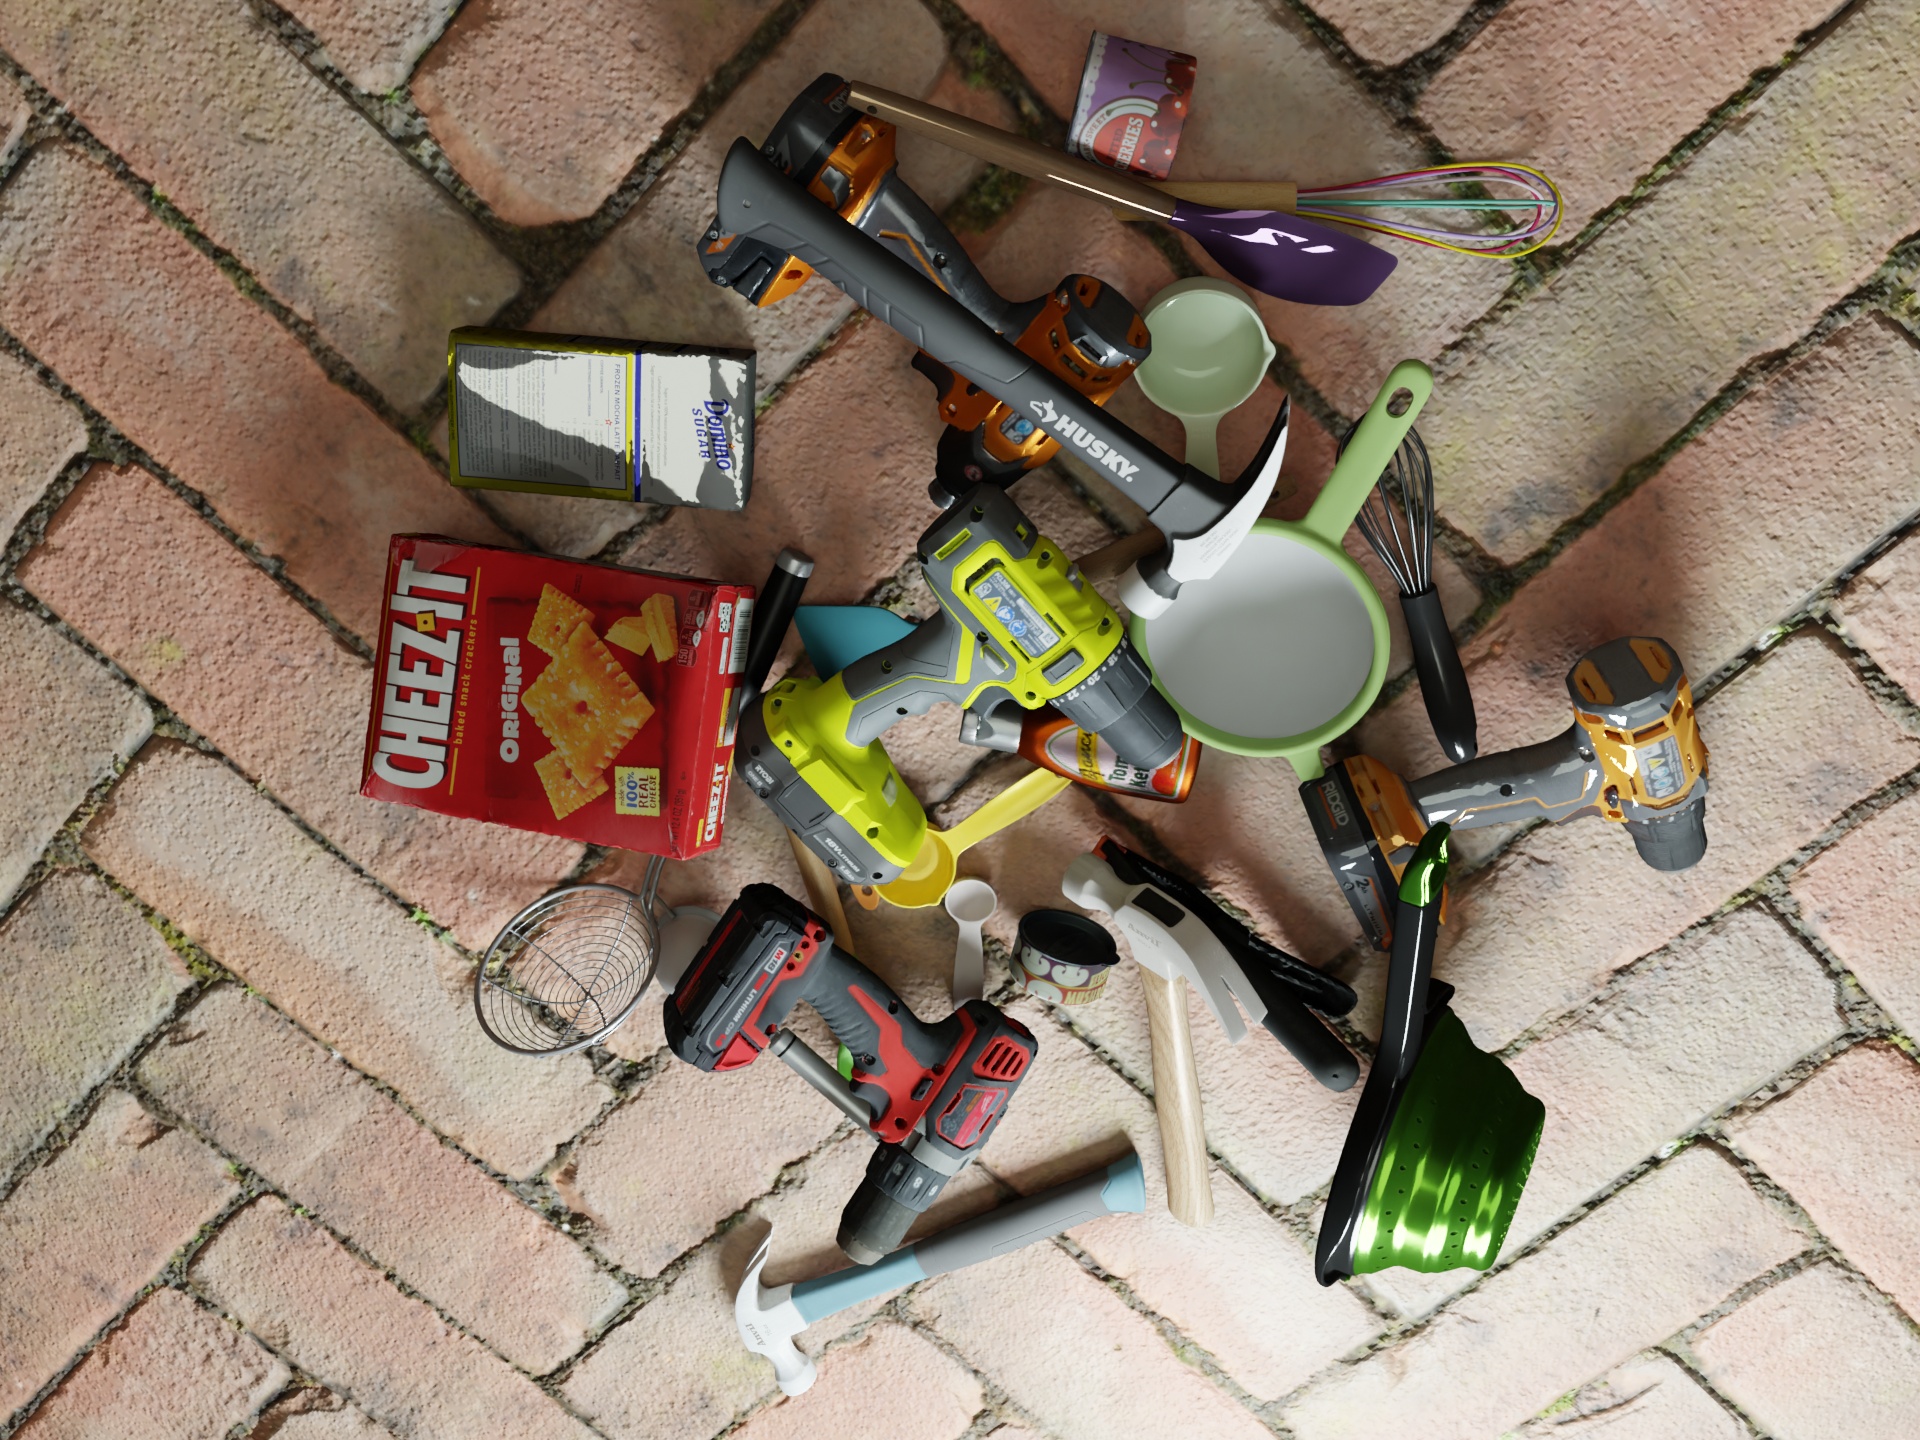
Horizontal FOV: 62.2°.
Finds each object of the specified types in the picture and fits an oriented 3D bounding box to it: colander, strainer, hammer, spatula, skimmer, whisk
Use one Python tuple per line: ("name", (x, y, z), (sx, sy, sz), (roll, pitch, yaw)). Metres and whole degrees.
("colander", (0.292, 0.212, 0.929), (0.094, 0.204, 0.396), (19, 140, 26))
("strainer", (0.199, -0.099, 0.918), (0.151, 0.069, 0.256), (28, 121, 4))
("hammer", (0.019, -0.190, 0.828), (0.334, 0.035, 0.146), (33, 129, -14))
("spatula", (0.051, -0.084, 0.963), (0.317, 0.044, 0.082), (-22, 108, 10))
("hammer", (-0.015, 0.388, 1.153), (0.331, 0.033, 0.128), (-24, 109, 12))
("spatula", (0.089, -0.281, 0.854), (0.315, 0.018, 0.059), (15, 152, -17))
("strainer", (-0.126, 0.212, 1.071), (0.258, 0.050, 0.087), (42, 122, -6))
("skimmer", (-0.198, 0.051, 1.004), (0.090, 0.127, 0.363), (9, 115, -47))
("hammer", (0.139, 0.227, 1.016), (0.031, 0.130, 0.331), (-38, 137, -26))
("whisk", (0.206, -0.282, 0.876), (0.245, 0.051, 0.047), (3, 117, 6))
("whisk", (0.274, -0.075, 0.949), (0.055, 0.055, 0.238), (-18, 112, 10))

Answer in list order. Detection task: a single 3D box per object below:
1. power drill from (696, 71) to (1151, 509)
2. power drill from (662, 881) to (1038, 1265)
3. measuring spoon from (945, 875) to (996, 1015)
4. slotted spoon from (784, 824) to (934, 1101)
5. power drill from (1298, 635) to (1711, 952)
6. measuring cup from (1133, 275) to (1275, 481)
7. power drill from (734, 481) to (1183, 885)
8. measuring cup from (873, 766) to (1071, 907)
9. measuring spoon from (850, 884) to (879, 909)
("power drill", (-0.029, -0.224, 0.884), (0.226, 0.084, 0.164), (37, 127, -12))
("power drill", (-0.081, 0.230, 1.025), (0.226, 0.080, 0.188), (35, 87, -18))
("measuring spoon", (0.006, 0.155, 1.075), (0.034, 0.018, 0.124), (2, 118, 0))
("slotted spoon", (-0.083, 0.135, 1.064), (0.070, 0.031, 0.313), (-14, 108, 11))
("power drill", (0.342, 0.061, 0.968), (0.226, 0.084, 0.185), (-25, 131, 13))
("measuring cup", (0.140, -0.179, 0.929), (0.083, 0.038, 0.167), (-2, 128, 8))
("power drill", (-0.001, -0.003, 0.934), (0.228, 0.080, 0.190), (-37, 104, 24))
("measuring cup", (0.010, 0.065, 1.037), (0.156, 0.029, 0.062), (-32, 105, 3))
("measuring spoon", (-0.071, 0.074, 1.050), (0.021, 0.011, 0.116), (-5, 114, 17))
